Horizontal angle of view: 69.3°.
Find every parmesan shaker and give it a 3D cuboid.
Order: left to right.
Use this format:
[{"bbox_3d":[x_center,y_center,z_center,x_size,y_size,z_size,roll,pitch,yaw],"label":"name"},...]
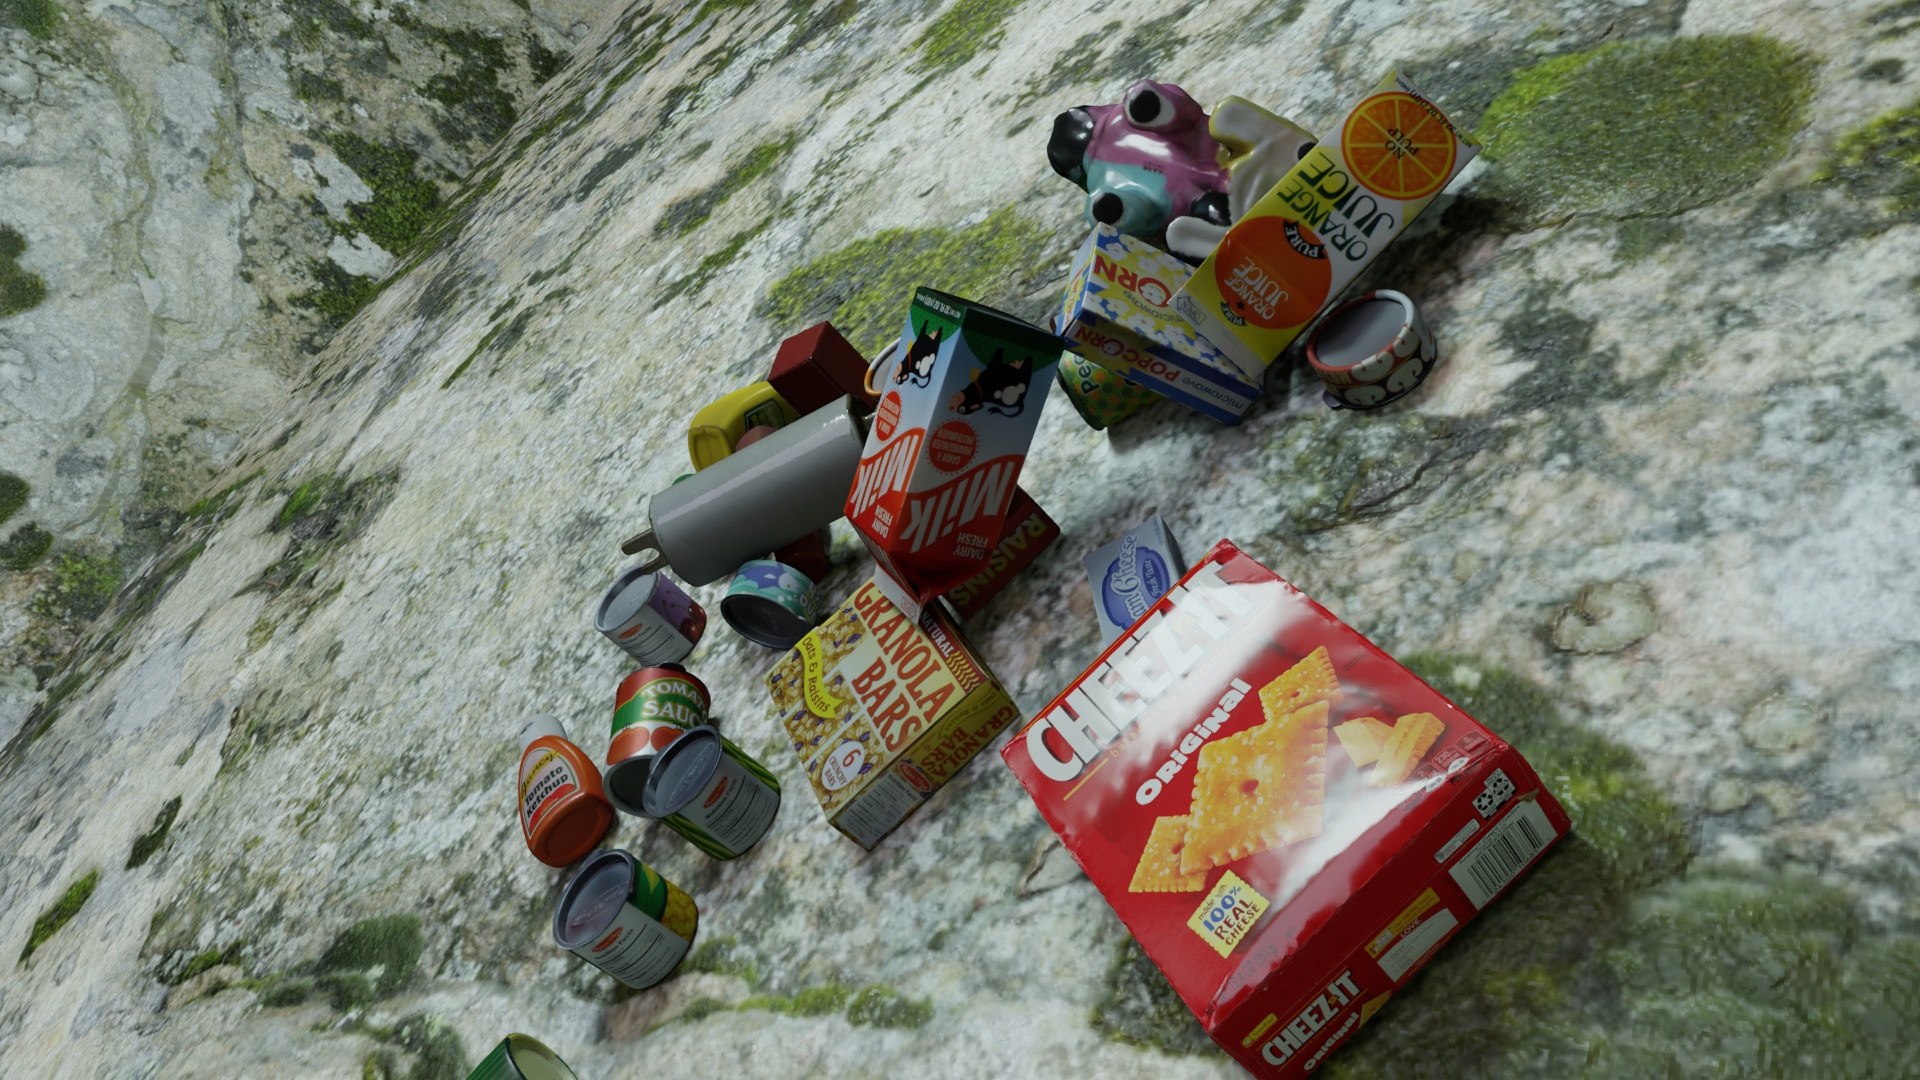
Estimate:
[{"bbox_3d":[-0.272,0.342,0.789,0.103,0.071,0.071,-47,33,-6],"label":"parmesan shaker"}]

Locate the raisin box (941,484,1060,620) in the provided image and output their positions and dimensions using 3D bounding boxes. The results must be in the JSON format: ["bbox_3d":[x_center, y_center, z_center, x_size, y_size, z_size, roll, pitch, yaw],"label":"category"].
[{"bbox_3d":[0.003,-0.012,0.929,0.086,0.040,0.124,-42,32,1],"label":"raisin box"}]

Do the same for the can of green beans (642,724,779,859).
[{"bbox_3d":[-0.158,0.161,0.885,0.071,0.057,0.071,-28,36,23],"label":"can of green beans"}]

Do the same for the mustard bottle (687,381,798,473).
[{"bbox_3d":[-0.175,-0.103,1.188,0.049,0.065,0.161,-1,26,22],"label":"mustard bottle"}]

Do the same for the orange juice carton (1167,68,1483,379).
[{"bbox_3d":[0.215,-0.184,0.837,0.193,0.072,0.073,-45,-6,-8],"label":"orange juice carton"}]

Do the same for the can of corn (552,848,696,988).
[{"bbox_3d":[-0.206,0.231,0.855,0.071,0.058,0.071,-28,36,23],"label":"can of corn"}]

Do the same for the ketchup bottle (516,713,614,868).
[{"bbox_3d":[-0.299,0.178,1.029,0.065,0.043,0.149,-45,32,-3],"label":"ketchup bottle"}]

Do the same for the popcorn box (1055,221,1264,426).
[{"bbox_3d":[0.127,-0.134,0.859,0.038,0.127,0.085,126,163,-49],"label":"popcorn box"}]

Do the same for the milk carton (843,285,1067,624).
[{"bbox_3d":[-0.011,-0.049,0.844,0.072,0.073,0.190,38,112,57],"label":"milk carton"}]

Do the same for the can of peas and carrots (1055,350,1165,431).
[{"bbox_3d":[0.102,-0.114,0.912,0.058,0.070,0.071,-26,37,24],"label":"can of peas and carrots"}]

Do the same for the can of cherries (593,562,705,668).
[{"bbox_3d":[-0.243,0.059,1.091,0.071,0.058,0.072,-29,36,23],"label":"can of cherries"}]

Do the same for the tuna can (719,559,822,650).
[{"bbox_3d":[-0.131,0.046,0.982,0.071,0.071,0.033,-13,43,38],"label":"tuna can"}]

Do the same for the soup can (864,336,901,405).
[{"bbox_3d":[-0.019,-0.102,1.013,0.071,0.083,0.072,-27,36,22],"label":"soup can"}]

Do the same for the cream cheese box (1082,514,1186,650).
[{"bbox_3d":[0.104,0.034,0.783,0.053,0.024,0.104,-32,35,18],"label":"cream cheese box"}]

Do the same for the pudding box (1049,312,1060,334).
[{"bbox_3d":[0.108,-0.160,0.994,0.083,0.030,0.050,-33,33,15],"label":"pudding box"}]

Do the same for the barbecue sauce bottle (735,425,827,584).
[{"bbox_3d":[-0.134,-0.026,1.071,0.043,0.065,0.149,-42,40,18],"label":"barbecue sauce bottle"}]

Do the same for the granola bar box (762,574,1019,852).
[{"bbox_3d":[-0.049,0.094,0.863,0.124,0.039,0.166,-42,33,1],"label":"granola bar box"}]

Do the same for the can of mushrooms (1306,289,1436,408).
[{"bbox_3d":[0.234,-0.109,0.801,0.071,0.033,0.071,-27,37,22],"label":"can of mushrooms"}]

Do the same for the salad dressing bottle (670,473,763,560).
[{"bbox_3d":[-0.201,-0.021,1.150,0.064,0.044,0.148,-46,33,-10],"label":"salad dressing bottle"}]

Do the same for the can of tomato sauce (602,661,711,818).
[{"bbox_3d":[-0.207,0.137,0.955,0.071,0.071,0.083,-30,36,19],"label":"can of tomato sauce"}]
